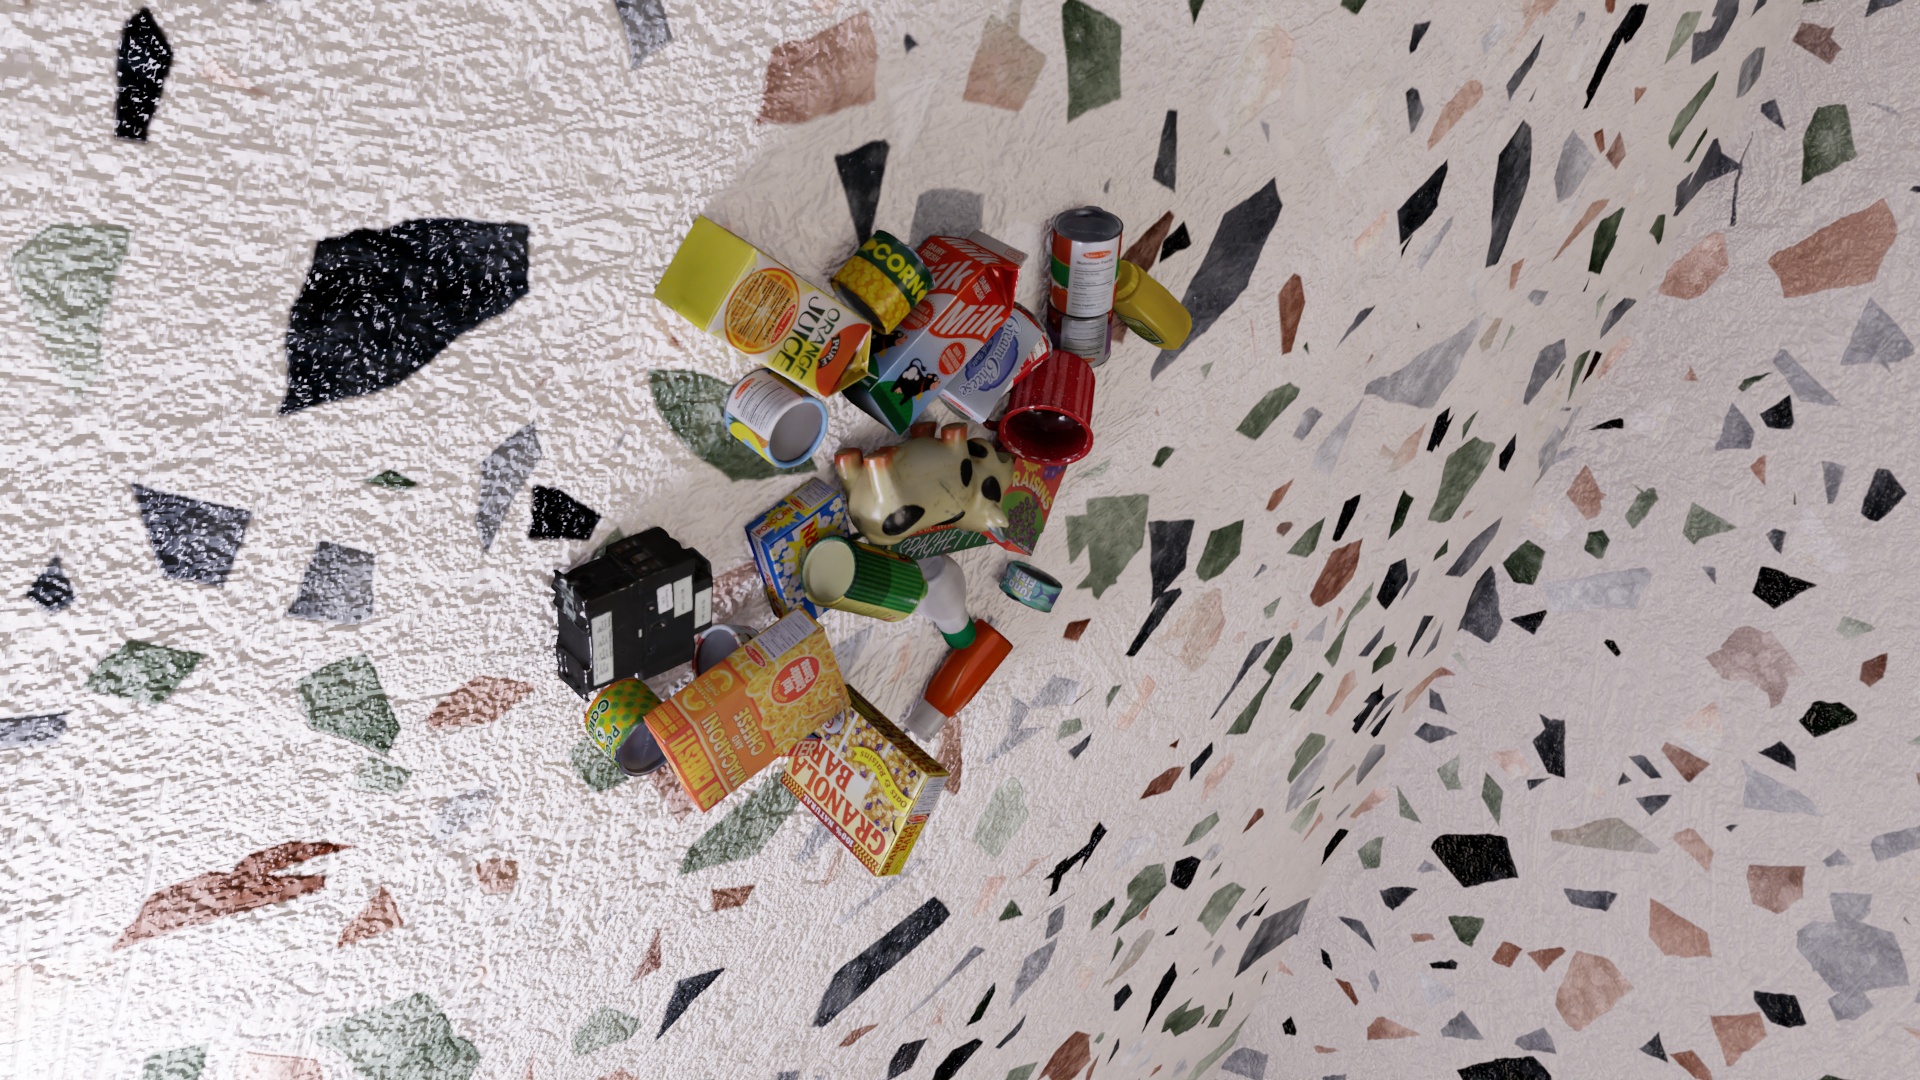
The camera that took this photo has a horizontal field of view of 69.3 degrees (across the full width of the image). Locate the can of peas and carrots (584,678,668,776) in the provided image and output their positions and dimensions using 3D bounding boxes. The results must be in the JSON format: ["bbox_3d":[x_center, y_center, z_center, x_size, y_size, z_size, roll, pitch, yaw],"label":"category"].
[{"bbox_3d":[-0.286,0.163,1.210,0.071,0.059,0.070,-31,139,-31],"label":"can of peas and carrots"}]

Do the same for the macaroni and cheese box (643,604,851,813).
[{"bbox_3d":[-0.184,0.149,1.221,0.167,0.040,0.123,-36,143,-19],"label":"macaroni and cheese box"}]

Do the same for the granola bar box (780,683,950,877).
[{"bbox_3d":[-0.101,0.241,1.413,0.039,0.166,0.124,9,112,-51],"label":"granola bar box"}]

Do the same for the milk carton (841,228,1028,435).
[{"bbox_3d":[-0.025,-0.193,1.209,0.191,0.072,0.073,-49,146,-9],"label":"milk carton"}]

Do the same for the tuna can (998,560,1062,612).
[{"bbox_3d":[0.078,0.051,1.558,0.071,0.071,0.032,10,110,-54],"label":"tuna can"}]

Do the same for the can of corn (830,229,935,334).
[{"bbox_3d":[-0.064,-0.213,1.146,0.058,0.071,0.071,-48,146,-9],"label":"can of corn"}]

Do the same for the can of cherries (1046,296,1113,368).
[{"bbox_3d":[0.117,-0.213,1.379,0.072,0.071,0.058,-32,140,-30],"label":"can of cherries"}]

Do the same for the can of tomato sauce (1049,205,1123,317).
[{"bbox_3d":[0.119,-0.268,1.333,0.071,0.071,0.082,-31,141,-31],"label":"can of tomato sauce"}]

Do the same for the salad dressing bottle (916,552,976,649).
[{"bbox_3d":[-0.017,0.066,1.475,0.064,0.044,0.147,-45,147,-15],"label":"salad dressing bottle"}]

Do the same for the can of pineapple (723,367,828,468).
[{"bbox_3d":[-0.151,-0.100,1.147,0.071,0.058,0.070,-32,141,-31],"label":"can of pineapple"}]

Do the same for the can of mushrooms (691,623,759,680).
[{"bbox_3d":[-0.208,0.111,1.251,0.033,0.071,0.071,14,108,-54],"label":"can of mushrooms"}]

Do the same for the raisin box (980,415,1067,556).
[{"bbox_3d":[0.060,-0.057,1.430,0.086,0.040,0.123,33,76,-48],"label":"raisin box"}]

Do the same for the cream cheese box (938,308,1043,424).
[{"bbox_3d":[0.025,-0.161,1.248,0.053,0.024,0.104,36,75,-14],"label":"cream cheese box"}]

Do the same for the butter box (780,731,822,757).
[{"bbox_3d":[-0.188,0.189,1.359,0.103,0.053,0.024,11,108,-54],"label":"butter box"}]

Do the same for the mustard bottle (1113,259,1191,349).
[{"bbox_3d":[0.181,-0.249,1.430,0.160,0.065,0.049,30,89,-51],"label":"mustard bottle"}]

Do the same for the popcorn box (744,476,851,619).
[{"bbox_3d":[-0.142,0.014,1.277,0.085,0.038,0.126,-39,143,-25],"label":"popcorn box"}]

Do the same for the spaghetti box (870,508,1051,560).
[{"bbox_3d":[0.005,-0.018,1.440,0.251,0.029,0.050,-11,127,-46],"label":"spaghetti box"}]

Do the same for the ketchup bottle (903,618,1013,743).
[{"bbox_3d":[-0.004,0.161,1.573,0.149,0.043,0.064,-51,146,-5],"label":"ketchup bottle"}]

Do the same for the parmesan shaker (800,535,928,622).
[{"bbox_3d":[-0.086,0.035,1.263,0.103,0.071,0.071,19,104,-56],"label":"parmesan shaker"}]

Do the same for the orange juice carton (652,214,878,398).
[{"bbox_3d":[-0.139,-0.173,1.086,0.073,0.072,0.192,-58,146,5],"label":"orange juice carton"}]
